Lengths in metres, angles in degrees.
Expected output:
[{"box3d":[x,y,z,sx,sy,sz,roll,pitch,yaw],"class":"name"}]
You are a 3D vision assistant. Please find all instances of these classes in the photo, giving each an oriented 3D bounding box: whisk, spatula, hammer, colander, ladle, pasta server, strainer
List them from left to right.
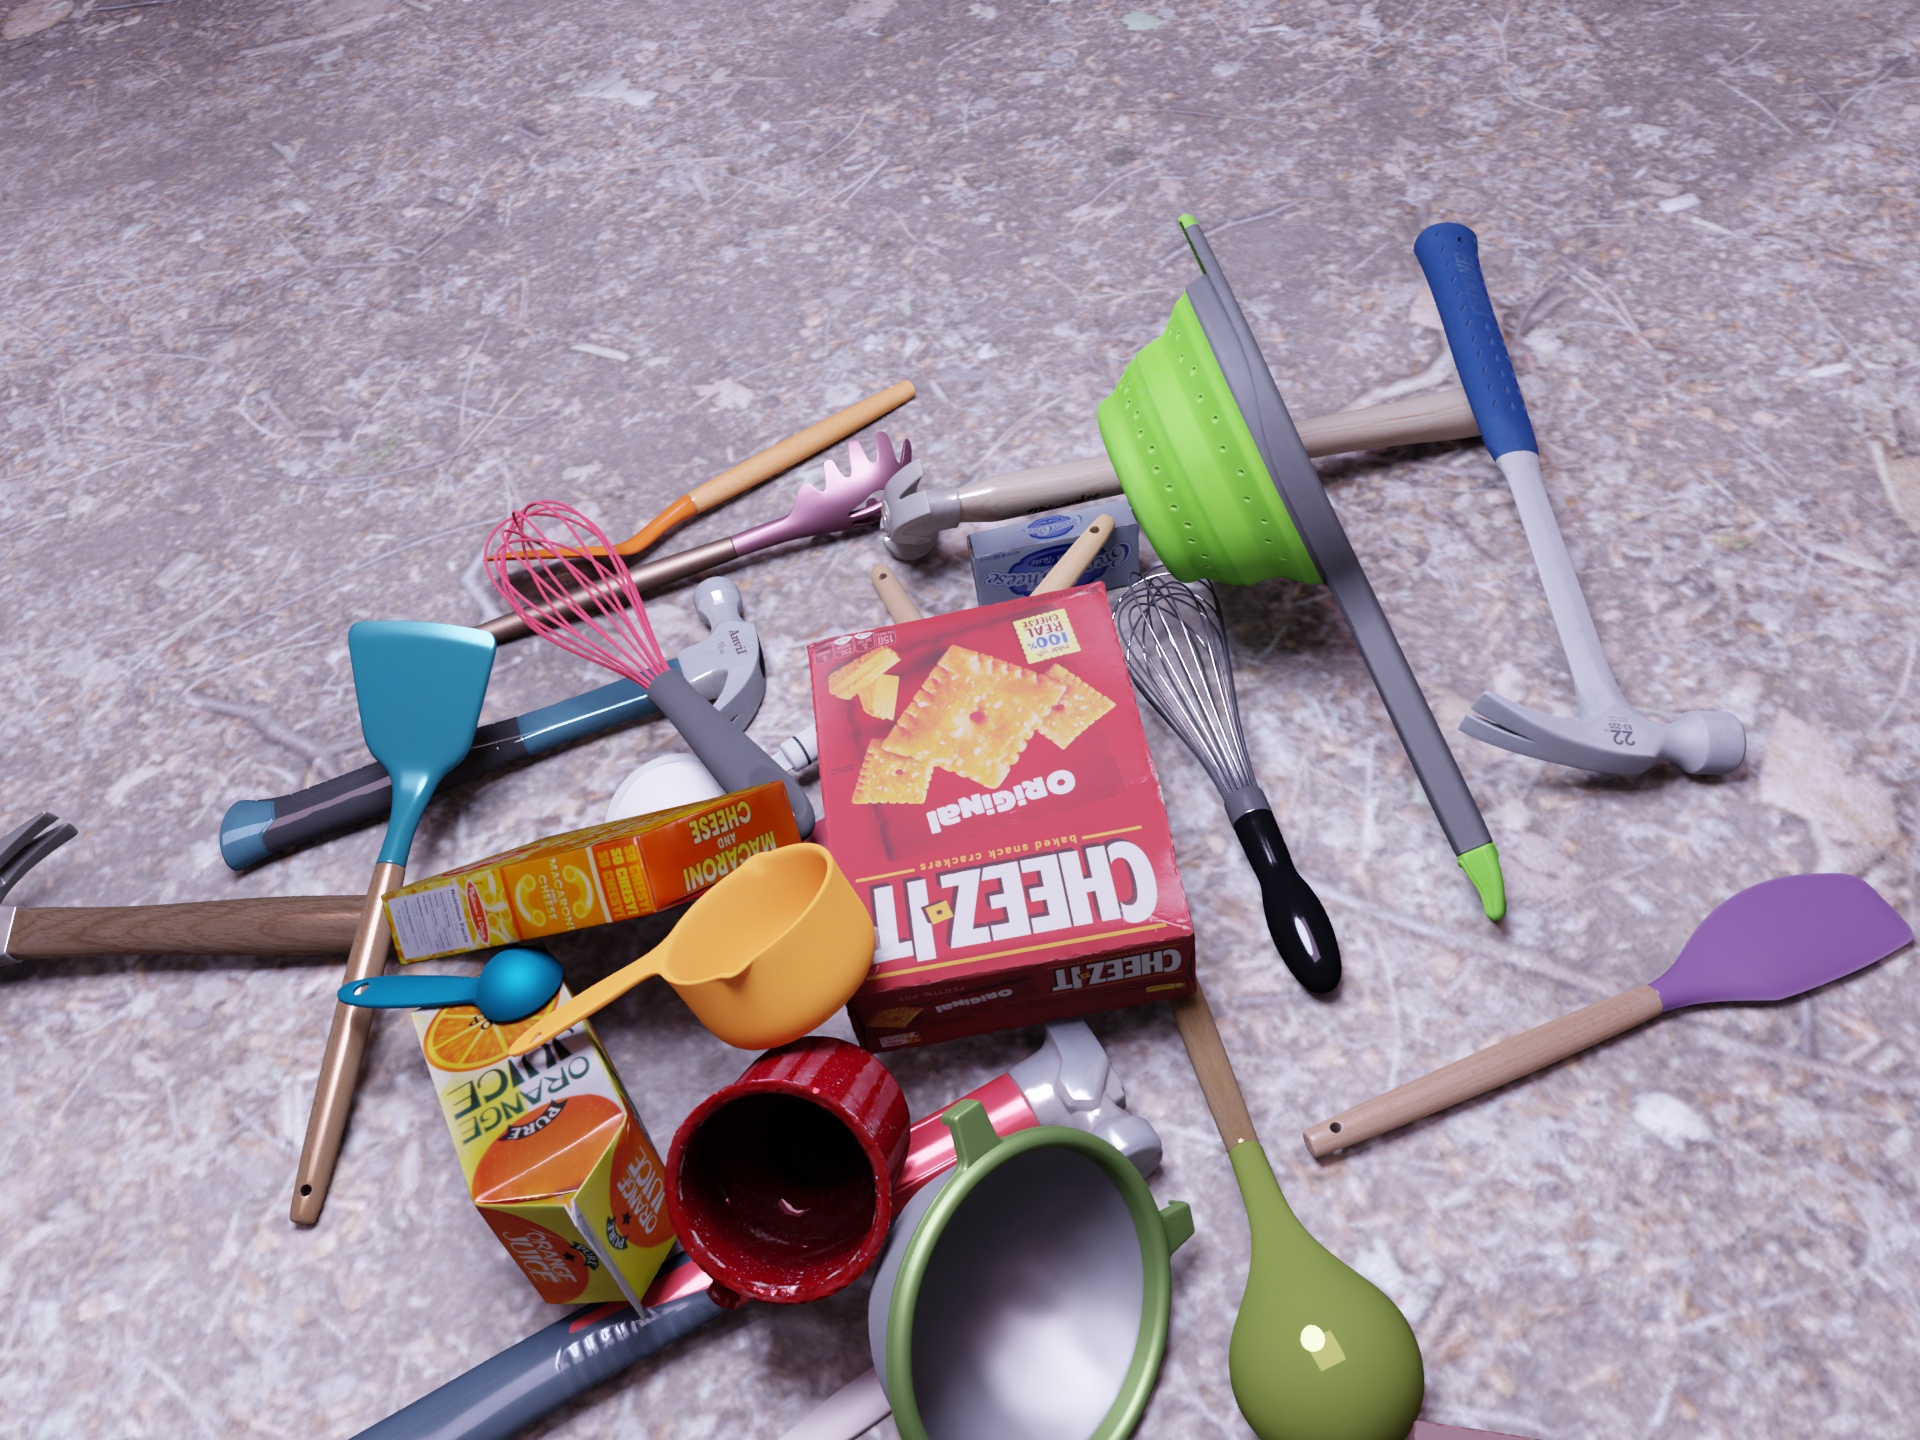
[{"box3d":[-0.405,0.111,0.873,0.331,0.031,0.130,-2,66,3],"class":"hammer"},{"box3d":[-0.308,0.097,0.831,0.082,0.044,0.318,5,64,-1],"class":"spatula"},{"box3d":[-0.274,0.013,0.948,0.331,0.033,0.128,-20,48,-8],"class":"hammer"},{"box3d":[-0.175,-0.032,0.888,0.073,0.073,0.296,-36,61,-20],"class":"whisk"},{"box3d":[-0.174,-0.109,1.033,0.316,0.060,0.040,-20,57,-2],"class":"pasta server"},{"box3d":[-0.166,-0.166,1.078,0.322,0.041,0.081,-32,17,-21],"class":"spatula"},{"box3d":[-0.108,0.235,0.725,0.386,0.038,0.143,-26,49,-13],"class":"hammer"},{"box3d":[-0.101,0.022,0.896,0.258,0.050,0.087,-32,74,-16],"class":"strainer"},{"box3d":[-0.004,0.287,0.641,0.069,0.151,0.256,-2,61,51],"class":"strainer"},{"box3d":[-0.001,-0.003,0.888,0.069,0.031,0.315,27,67,25],"class":"ladle"},{"box3d":[0.155,-0.164,0.982,0.410,0.146,0.038,-12,88,-7],"class":"hammer"},{"box3d":[0.124,0.184,0.737,0.078,0.062,0.321,-18,42,1],"class":"ladle"},{"box3d":[0.145,0.022,0.858,0.070,0.070,0.285,-15,53,-4],"class":"whisk"},{"box3d":[0.166,-0.067,0.842,0.094,0.204,0.397,-25,77,14],"class":"colander"},{"box3d":[0.323,-0.145,0.928,0.144,0.035,0.406,2,56,-9],"class":"hammer"},{"box3d":[0.304,0.139,0.752,0.316,0.018,0.060,-20,48,-10],"class":"spatula"}]

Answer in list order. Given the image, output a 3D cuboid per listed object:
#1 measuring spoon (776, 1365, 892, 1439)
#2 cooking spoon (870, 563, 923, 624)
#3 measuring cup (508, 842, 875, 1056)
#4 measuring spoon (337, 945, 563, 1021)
[{"box3d":[-0.063,0.301,0.673,0.124,0.018,0.034,-30,51,-17],"class":"measuring spoon"},{"box3d":[0.011,0.009,0.913,0.069,0.017,0.319,-32,50,2],"class":"cooking spoon"},{"box3d":[-0.116,0.121,0.699,0.173,0.052,0.095,-30,23,12],"class":"measuring cup"},{"box3d":[-0.251,0.123,0.763,0.128,0.021,0.042,-5,35,20],"class":"measuring spoon"}]
